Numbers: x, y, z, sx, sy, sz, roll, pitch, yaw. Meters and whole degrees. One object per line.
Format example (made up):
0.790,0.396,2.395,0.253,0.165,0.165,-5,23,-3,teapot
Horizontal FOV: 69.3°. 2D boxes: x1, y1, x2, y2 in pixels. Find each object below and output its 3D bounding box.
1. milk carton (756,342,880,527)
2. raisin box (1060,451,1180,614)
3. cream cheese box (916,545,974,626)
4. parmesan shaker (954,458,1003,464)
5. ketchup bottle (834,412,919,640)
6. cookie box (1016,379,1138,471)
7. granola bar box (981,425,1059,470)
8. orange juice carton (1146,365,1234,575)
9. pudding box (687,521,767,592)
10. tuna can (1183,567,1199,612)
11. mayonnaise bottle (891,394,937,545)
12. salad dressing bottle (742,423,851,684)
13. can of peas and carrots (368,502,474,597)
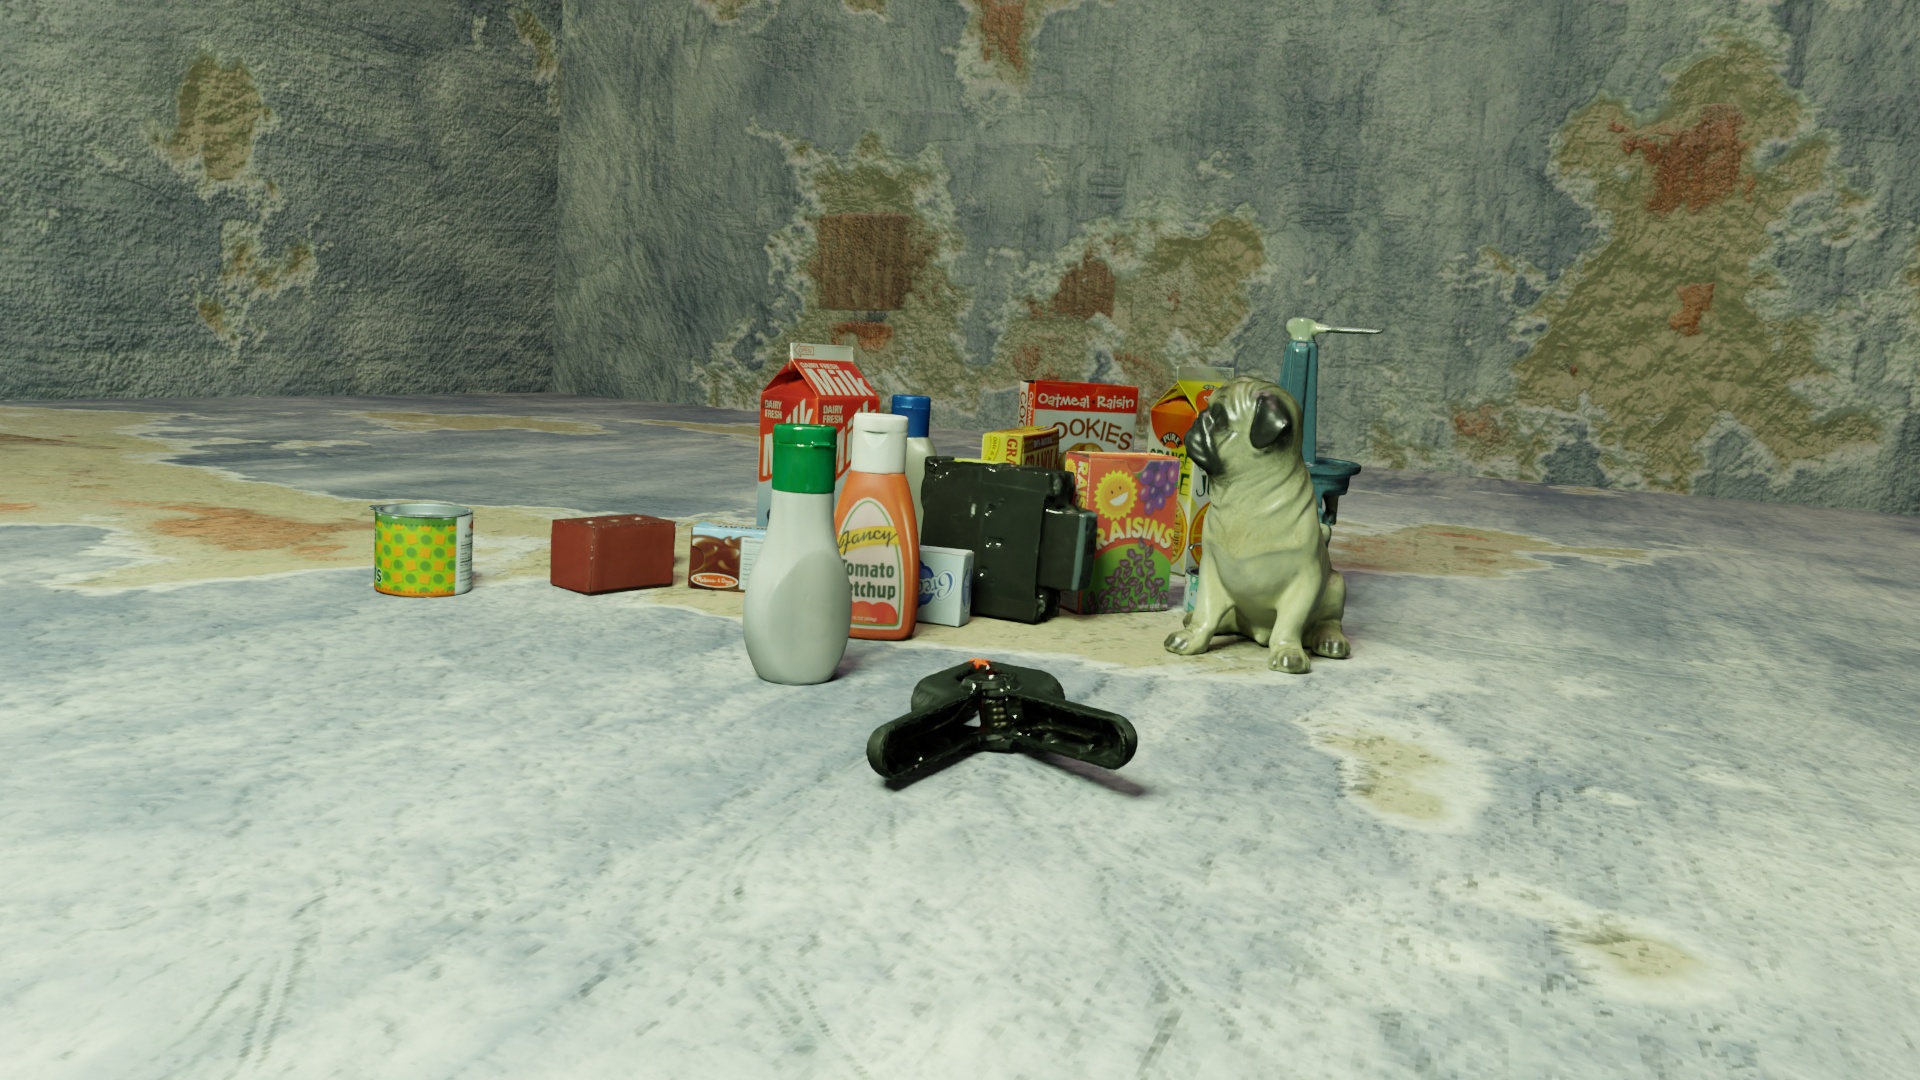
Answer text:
-0.119,-0.068,1.157,0.073,0.190,0.072,10,10,40,milk carton
0.122,-0.007,1.082,0.086,0.123,0.040,0,8,-27,raisin box
-0.043,0.029,1.000,0.104,0.053,0.024,6,8,18,cream cheese box
0.004,-0.014,1.151,0.071,0.103,0.071,4,8,0,parmesan shaker
-0.057,-0.010,0.929,0.065,0.148,0.043,5,8,8,ketchup bottle
0.118,-0.081,1.441,0.123,0.167,0.040,0,8,-25,cookie box
0.055,-0.041,1.288,0.039,0.124,0.166,6,8,14,granola bar box
0.222,-0.067,1.302,0.072,0.192,0.073,-1,9,-31,orange juice carton
-0.164,0.013,1.066,0.084,0.049,0.030,4,8,3,pudding box
0.213,0.042,1.099,0.071,0.032,0.071,4,8,0,tuna can
-0.049,-0.061,1.290,0.065,0.147,0.041,5,8,11,mayonnaise bottle
-0.092,0.007,0.800,0.064,0.147,0.044,-2,9,-37,salad dressing bottle
-0.383,0.006,0.985,0.071,0.058,0.071,4,8,0,can of peas and carrots
